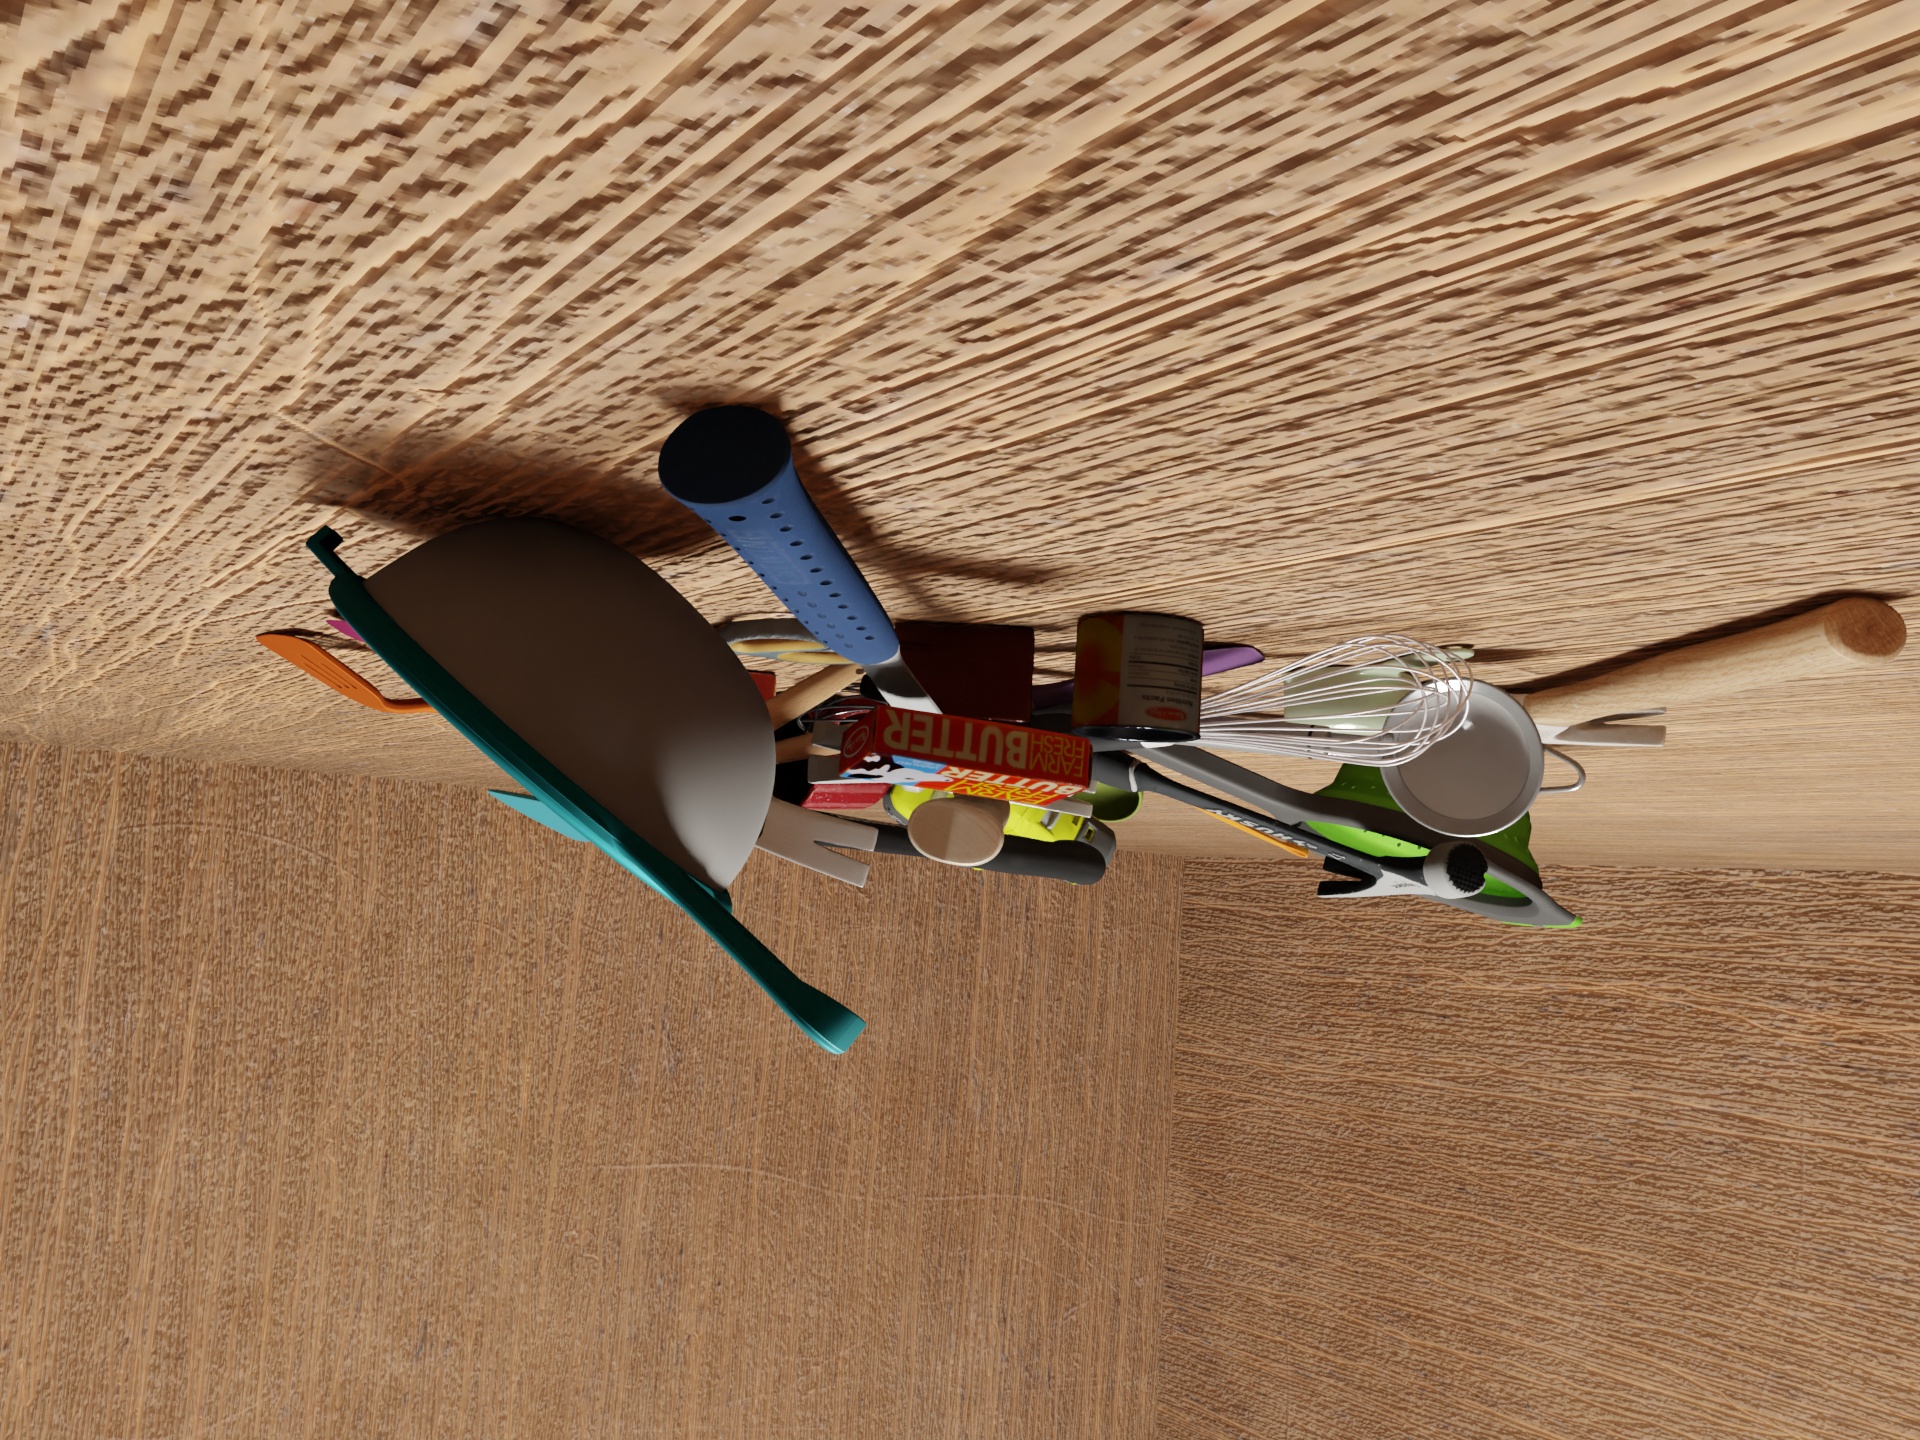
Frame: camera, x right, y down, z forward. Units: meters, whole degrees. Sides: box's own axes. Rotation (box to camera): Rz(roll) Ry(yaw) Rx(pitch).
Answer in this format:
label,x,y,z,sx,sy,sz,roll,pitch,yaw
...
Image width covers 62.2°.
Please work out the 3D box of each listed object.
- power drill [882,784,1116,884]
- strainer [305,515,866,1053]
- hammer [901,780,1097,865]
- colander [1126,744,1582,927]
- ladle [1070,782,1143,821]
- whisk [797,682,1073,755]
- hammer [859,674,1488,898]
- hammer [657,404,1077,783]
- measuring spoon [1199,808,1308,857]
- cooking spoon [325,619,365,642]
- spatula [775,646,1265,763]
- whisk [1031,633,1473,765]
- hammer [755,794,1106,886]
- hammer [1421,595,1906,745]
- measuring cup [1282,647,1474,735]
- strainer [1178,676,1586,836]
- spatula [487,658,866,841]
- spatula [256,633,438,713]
label,x,y,z,sx,sy,sz,roll,pitch,yaw
power drill,0.017,0.074,1.460,0.190,0.080,0.228,37,164,-18
strainer,-0.112,0.007,0.620,0.341,0.095,0.210,33,169,46
hammer,0.022,0.053,1.011,0.146,0.038,0.410,10,-177,2
colander,0.268,0.034,1.145,0.397,0.094,0.204,23,170,-9
ladle,0.097,0.037,1.331,0.078,0.062,0.320,11,173,17
whisk,-0.002,-0.005,1.090,0.239,0.055,0.055,-3,172,16
hammer,0.128,0.041,1.024,0.408,0.036,0.149,21,165,-15
hammer,-0.042,-0.027,0.679,0.144,0.035,0.405,1,165,11
measuring spoon,0.206,0.072,1.185,0.117,0.011,0.021,26,171,14
cooking spoon,-0.322,-0.036,1.095,0.069,0.017,0.318,5,174,16
spatula,0.019,-0.008,0.927,0.316,0.018,0.059,-12,166,23
whisk,0.134,-0.001,0.850,0.285,0.070,0.070,-7,168,38
hammer,-0.013,0.083,1.057,0.146,0.035,0.334,17,-177,43
hammer,0.351,-0.018,0.800,0.130,0.031,0.331,5,173,-6
measuring cup,0.238,-0.011,0.888,0.083,0.038,0.167,6,172,-13
strainer,0.205,0.011,0.868,0.258,0.087,0.050,6,-165,23
spatula,-0.174,0.018,1.015,0.317,0.044,0.082,-28,135,28
spatula,-0.346,-0.016,1.167,0.322,0.041,0.081,11,175,-43
